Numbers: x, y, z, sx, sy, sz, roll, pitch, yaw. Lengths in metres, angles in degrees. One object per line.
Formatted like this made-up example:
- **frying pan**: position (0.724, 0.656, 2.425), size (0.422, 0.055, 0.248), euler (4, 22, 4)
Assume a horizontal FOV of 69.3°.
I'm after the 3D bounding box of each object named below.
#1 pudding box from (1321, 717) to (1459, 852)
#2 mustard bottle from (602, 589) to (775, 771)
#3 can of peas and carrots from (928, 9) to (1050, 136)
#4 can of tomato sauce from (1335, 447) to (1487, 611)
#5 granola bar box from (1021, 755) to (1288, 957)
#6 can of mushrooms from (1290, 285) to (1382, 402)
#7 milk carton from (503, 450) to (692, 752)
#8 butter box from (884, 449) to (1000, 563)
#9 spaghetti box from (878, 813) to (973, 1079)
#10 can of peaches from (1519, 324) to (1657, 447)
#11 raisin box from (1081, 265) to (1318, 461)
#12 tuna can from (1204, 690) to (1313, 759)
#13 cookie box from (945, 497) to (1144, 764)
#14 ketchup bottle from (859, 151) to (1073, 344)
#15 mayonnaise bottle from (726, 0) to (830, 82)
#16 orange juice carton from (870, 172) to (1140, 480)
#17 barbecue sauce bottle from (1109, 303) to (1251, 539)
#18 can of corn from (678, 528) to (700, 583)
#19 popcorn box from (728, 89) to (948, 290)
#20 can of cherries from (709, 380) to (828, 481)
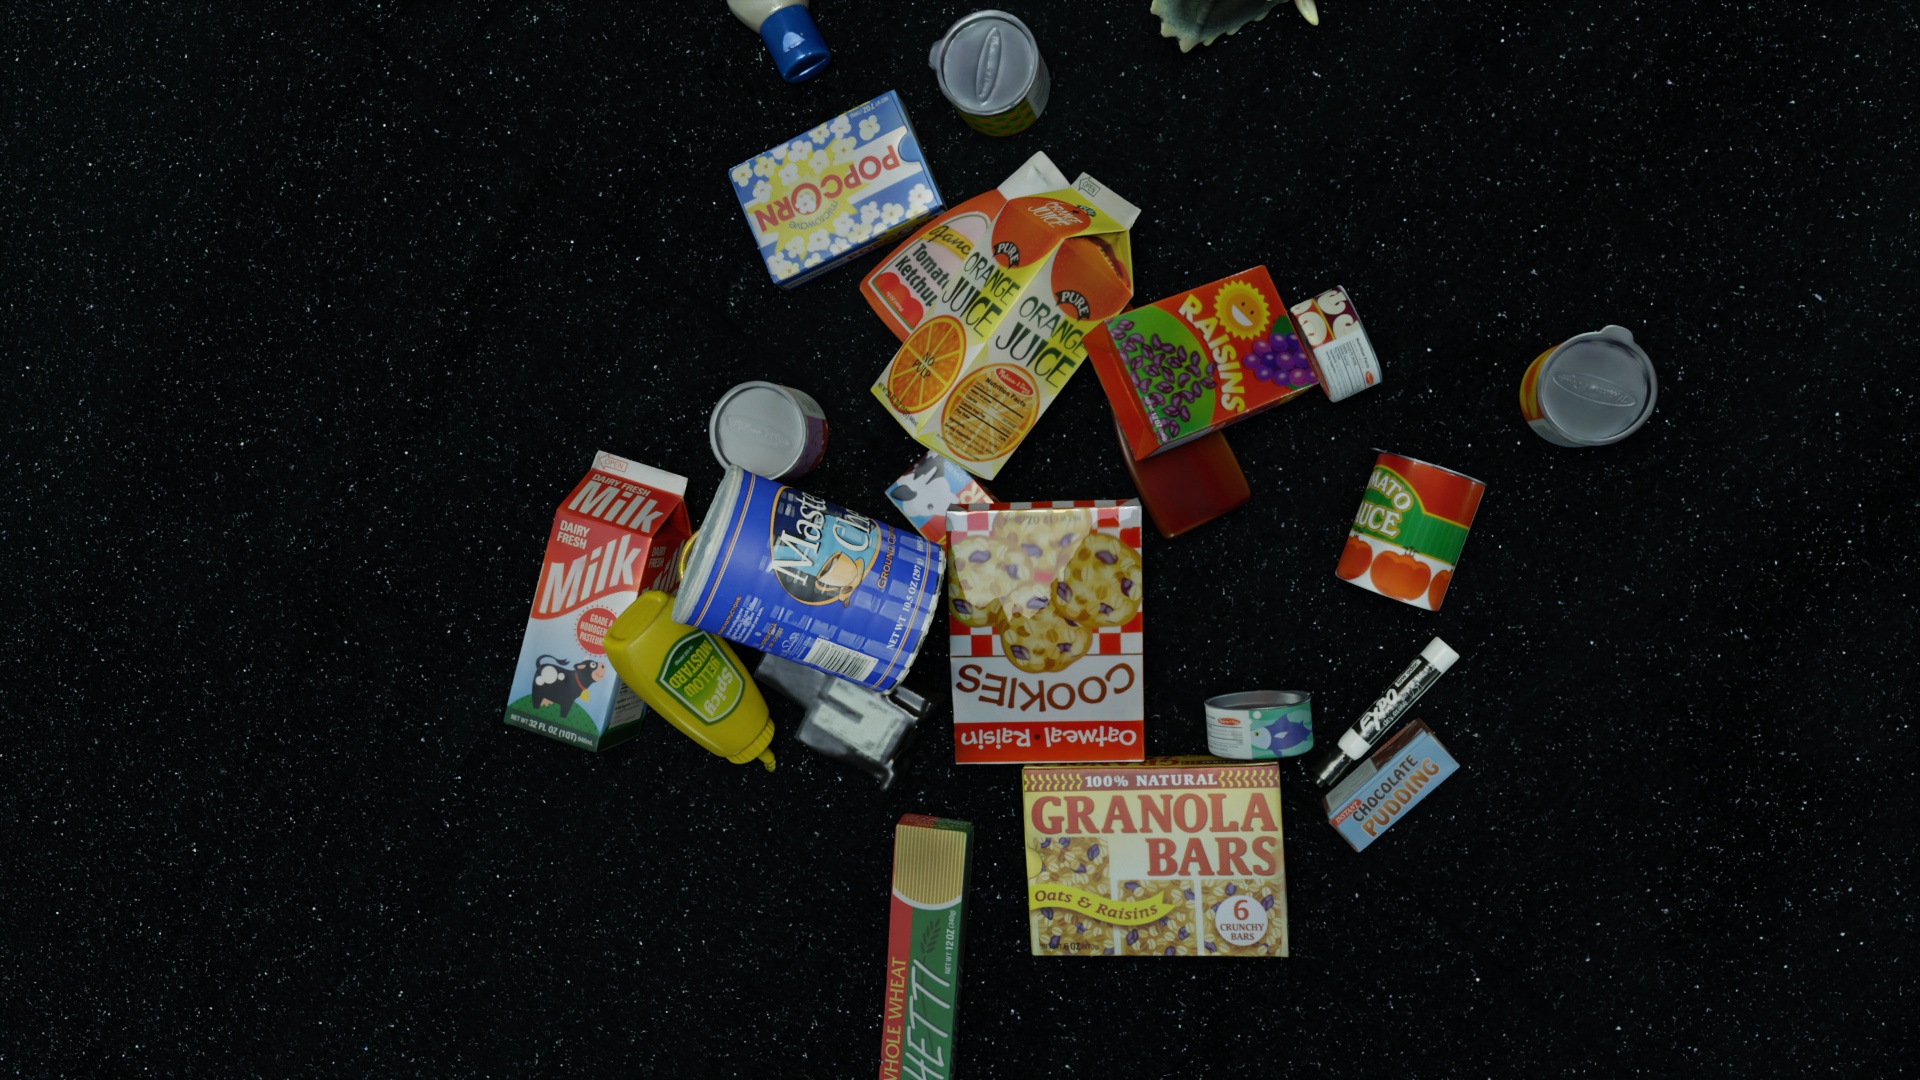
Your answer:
- **pudding box**: position (0.267, 0.151, 0.867), size (0.083, 0.050, 0.030), euler (-44, 85, 9)
- **mustard bottle**: position (-0.166, 0.103, 0.924), size (0.065, 0.049, 0.159), euler (-52, 124, -22)
- **can of peas and carrots**: position (0.020, -0.301, 0.899), size (0.071, 0.059, 0.071), euler (0, 91, 12)
- **can of tomato sauce**: position (0.274, -0.007, 0.852), size (0.071, 0.071, 0.083), euler (20, 96, 10)
- **granola bar box**: position (0.126, 0.203, 0.900), size (0.165, 0.039, 0.124), euler (-3, 91, 11)
- **can of mushrooms**: position (0.232, -0.122, 0.860), size (0.033, 0.071, 0.071), euler (-25, 87, 12)
- **milk carton**: position (-0.241, 0.039, 0.949), size (0.072, 0.073, 0.190), euler (17, 94, 10)
- **butter box**: position (0.003, -0.012, 0.926), size (0.053, 0.024, 0.103), euler (-43, 83, 9)
- **spaghetti box**: position (-0.025, 0.313, 0.937), size (0.050, 0.029, 0.249), euler (4, 92, 12)
- **can of peaches**: position (0.377, -0.091, 0.836), size (0.071, 0.058, 0.071), euler (0, 91, 11)
- **raisin box**: position (0.149, -0.110, 0.859), size (0.124, 0.040, 0.086), euler (-22, 84, -21)
- **tuna can**: position (0.190, 0.115, 0.874), size (0.071, 0.071, 0.033), euler (-4, 92, 11)
- **cookie box**: position (0.055, 0.059, 0.893), size (0.123, 0.040, 0.167), euler (-1, 100, 4)
- **ketchup bottle**: position (0.007, -0.192, 0.911), size (0.148, 0.043, 0.065), euler (-40, 77, 9)
- **mayonnaise bottle**: position (-0.135, -0.382, 0.935), size (0.065, 0.041, 0.148), euler (-28, 86, 9)
- **orange juice carton**: position (0.037, -0.141, 0.875), size (0.192, 0.073, 0.072), euler (-53, 40, 10)
- **barbecue sauce bottle**: position (0.127, -0.079, 0.891), size (0.065, 0.043, 0.148), euler (-26, 86, -2)
- **can of corn**: position (-0.152, 0.020, 0.939), size (0.071, 0.058, 0.071), euler (0, 91, 11)
- **popcorn box**: position (-0.081, -0.232, 0.930), size (0.126, 0.038, 0.085), euler (-23, 86, 11)
- **can of cherries**: position (-0.129, -0.070, 0.933), size (0.071, 0.058, 0.071), euler (0, 92, 10)
